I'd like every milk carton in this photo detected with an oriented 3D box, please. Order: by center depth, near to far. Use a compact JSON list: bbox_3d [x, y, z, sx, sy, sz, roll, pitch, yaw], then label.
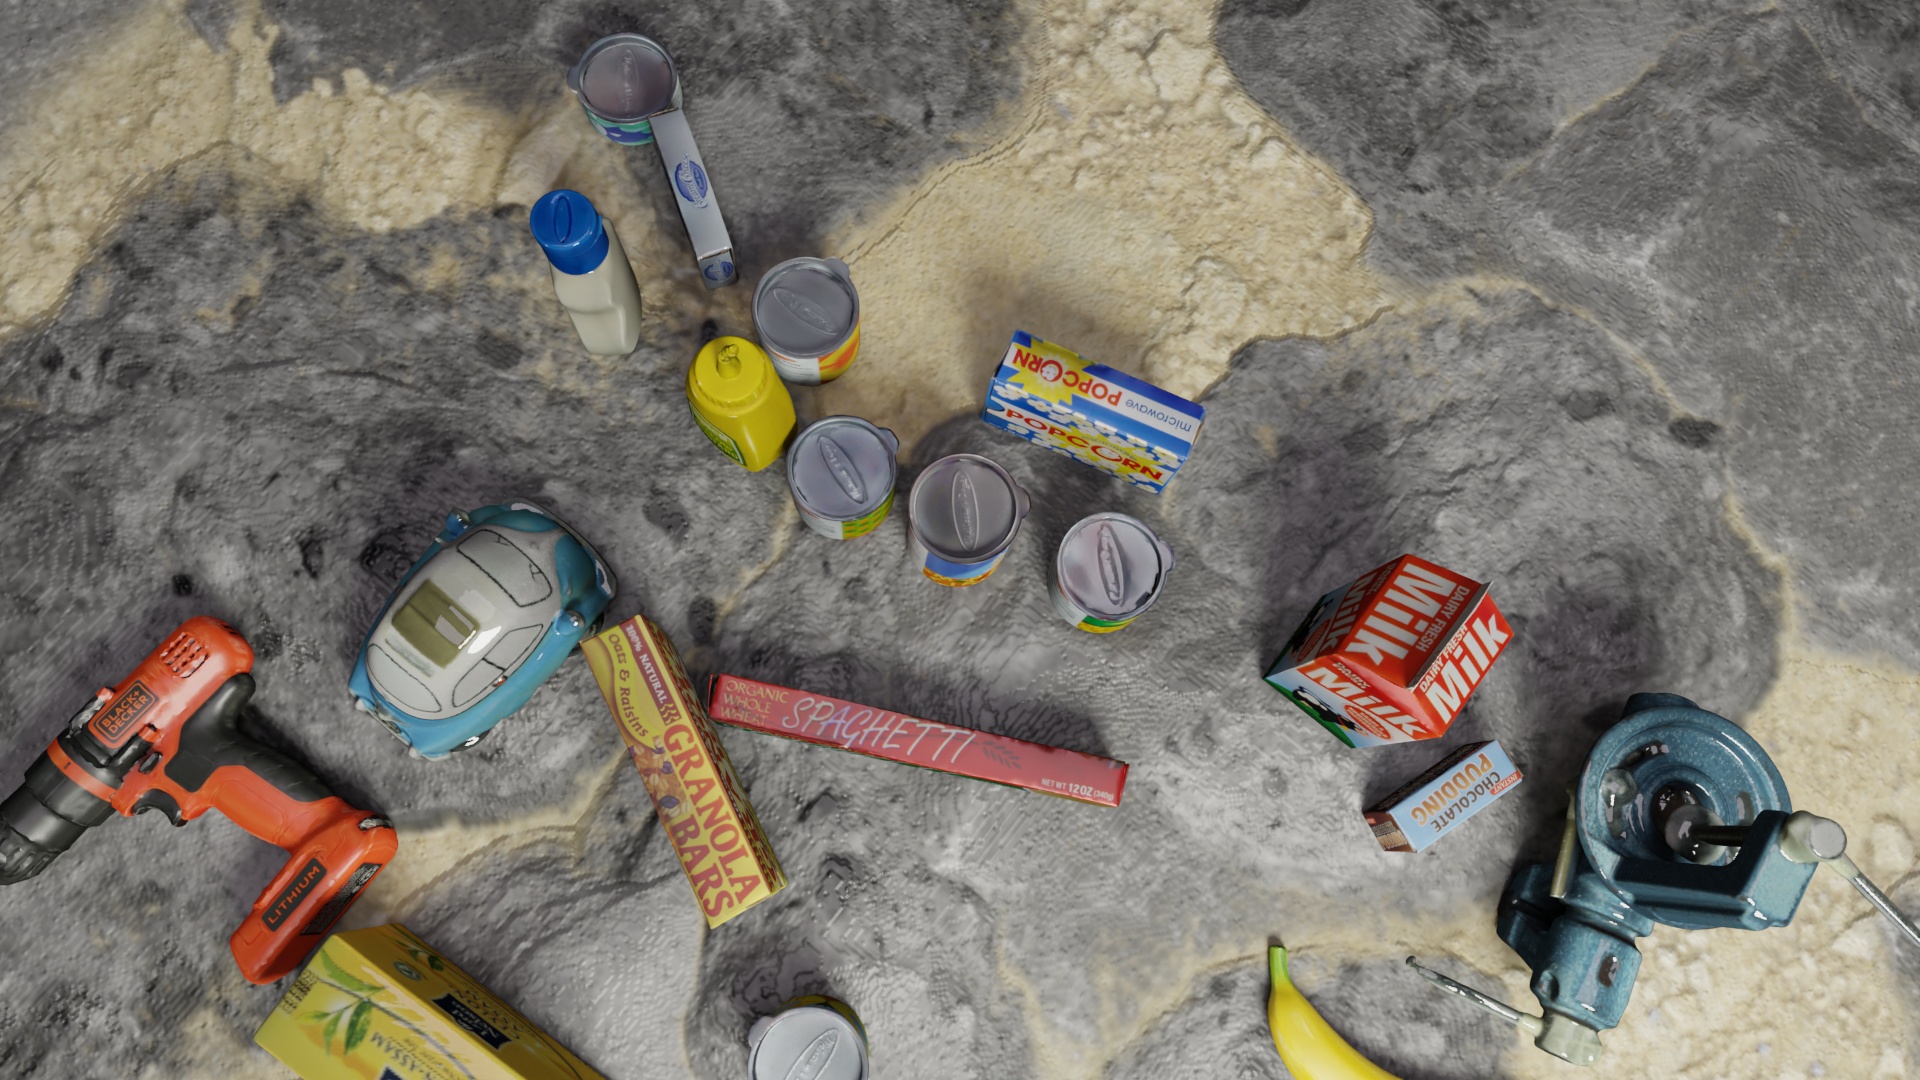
[{"bbox_3d":[0.242,0.065,0.784,0.073,0.190,0.072,38,79,5],"label":"milk carton"}]

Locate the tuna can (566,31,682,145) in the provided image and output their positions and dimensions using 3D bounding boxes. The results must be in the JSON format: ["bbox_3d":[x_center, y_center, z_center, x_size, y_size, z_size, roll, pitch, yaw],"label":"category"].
[{"bbox_3d":[-0.220,-0.296,0.914,0.071,0.032,0.071,1,78,-3],"label":"tuna can"}]

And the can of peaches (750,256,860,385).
[{"bbox_3d":[-0.095,-0.138,0.875,0.071,0.058,0.071,1,78,-3],"label":"can of peaches"}]

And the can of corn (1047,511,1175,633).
[{"bbox_3d":[0.091,0.020,0.852,0.071,0.058,0.071,1,78,-3],"label":"can of corn"}]

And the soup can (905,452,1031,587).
[{"bbox_3d":[0.003,-0.011,0.840,0.071,0.083,0.071,1,78,-3],"label":"soup can"}]

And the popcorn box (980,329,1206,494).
[{"bbox_3d":[0.080,-0.077,0.858,0.127,0.085,0.038,23,78,2],"label":"popcorn box"}]

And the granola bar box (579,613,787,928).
[{"bbox_3d":[-0.151,0.129,0.779,0.039,0.124,0.165,-26,81,-8],"label":"granola bar box"}]

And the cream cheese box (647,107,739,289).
[{"bbox_3d":[-0.170,-0.218,0.889,0.024,0.053,0.104,-19,80,-7],"label":"cream cheese box"}]

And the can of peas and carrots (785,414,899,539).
[{"bbox_3d":[-0.070,-0.039,0.854,0.071,0.058,0.071,1,78,-3],"label":"can of peas and carrots"}]

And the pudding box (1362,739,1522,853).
[{"bbox_3d":[0.291,0.155,0.839,0.084,0.049,0.030,-31,82,-9],"label":"pudding box"}]

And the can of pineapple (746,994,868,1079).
[{"bbox_3d":[-0.085,0.291,0.782,0.071,0.057,0.071,1,78,-3],"label":"can of pineapple"}]

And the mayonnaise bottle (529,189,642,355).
[{"bbox_3d":[-0.221,-0.161,0.826,0.041,0.147,0.065,-2,79,-4],"label":"mayonnaise bottle"}]

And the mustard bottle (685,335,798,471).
[{"bbox_3d":[-0.131,-0.086,0.809,0.065,0.160,0.049,42,79,5],"label":"mustard bottle"}]

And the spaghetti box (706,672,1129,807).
[{"bbox_3d":[-0.027,0.120,0.827,0.250,0.050,0.029,12,78,-1],"label":"spaghetti box"}]
